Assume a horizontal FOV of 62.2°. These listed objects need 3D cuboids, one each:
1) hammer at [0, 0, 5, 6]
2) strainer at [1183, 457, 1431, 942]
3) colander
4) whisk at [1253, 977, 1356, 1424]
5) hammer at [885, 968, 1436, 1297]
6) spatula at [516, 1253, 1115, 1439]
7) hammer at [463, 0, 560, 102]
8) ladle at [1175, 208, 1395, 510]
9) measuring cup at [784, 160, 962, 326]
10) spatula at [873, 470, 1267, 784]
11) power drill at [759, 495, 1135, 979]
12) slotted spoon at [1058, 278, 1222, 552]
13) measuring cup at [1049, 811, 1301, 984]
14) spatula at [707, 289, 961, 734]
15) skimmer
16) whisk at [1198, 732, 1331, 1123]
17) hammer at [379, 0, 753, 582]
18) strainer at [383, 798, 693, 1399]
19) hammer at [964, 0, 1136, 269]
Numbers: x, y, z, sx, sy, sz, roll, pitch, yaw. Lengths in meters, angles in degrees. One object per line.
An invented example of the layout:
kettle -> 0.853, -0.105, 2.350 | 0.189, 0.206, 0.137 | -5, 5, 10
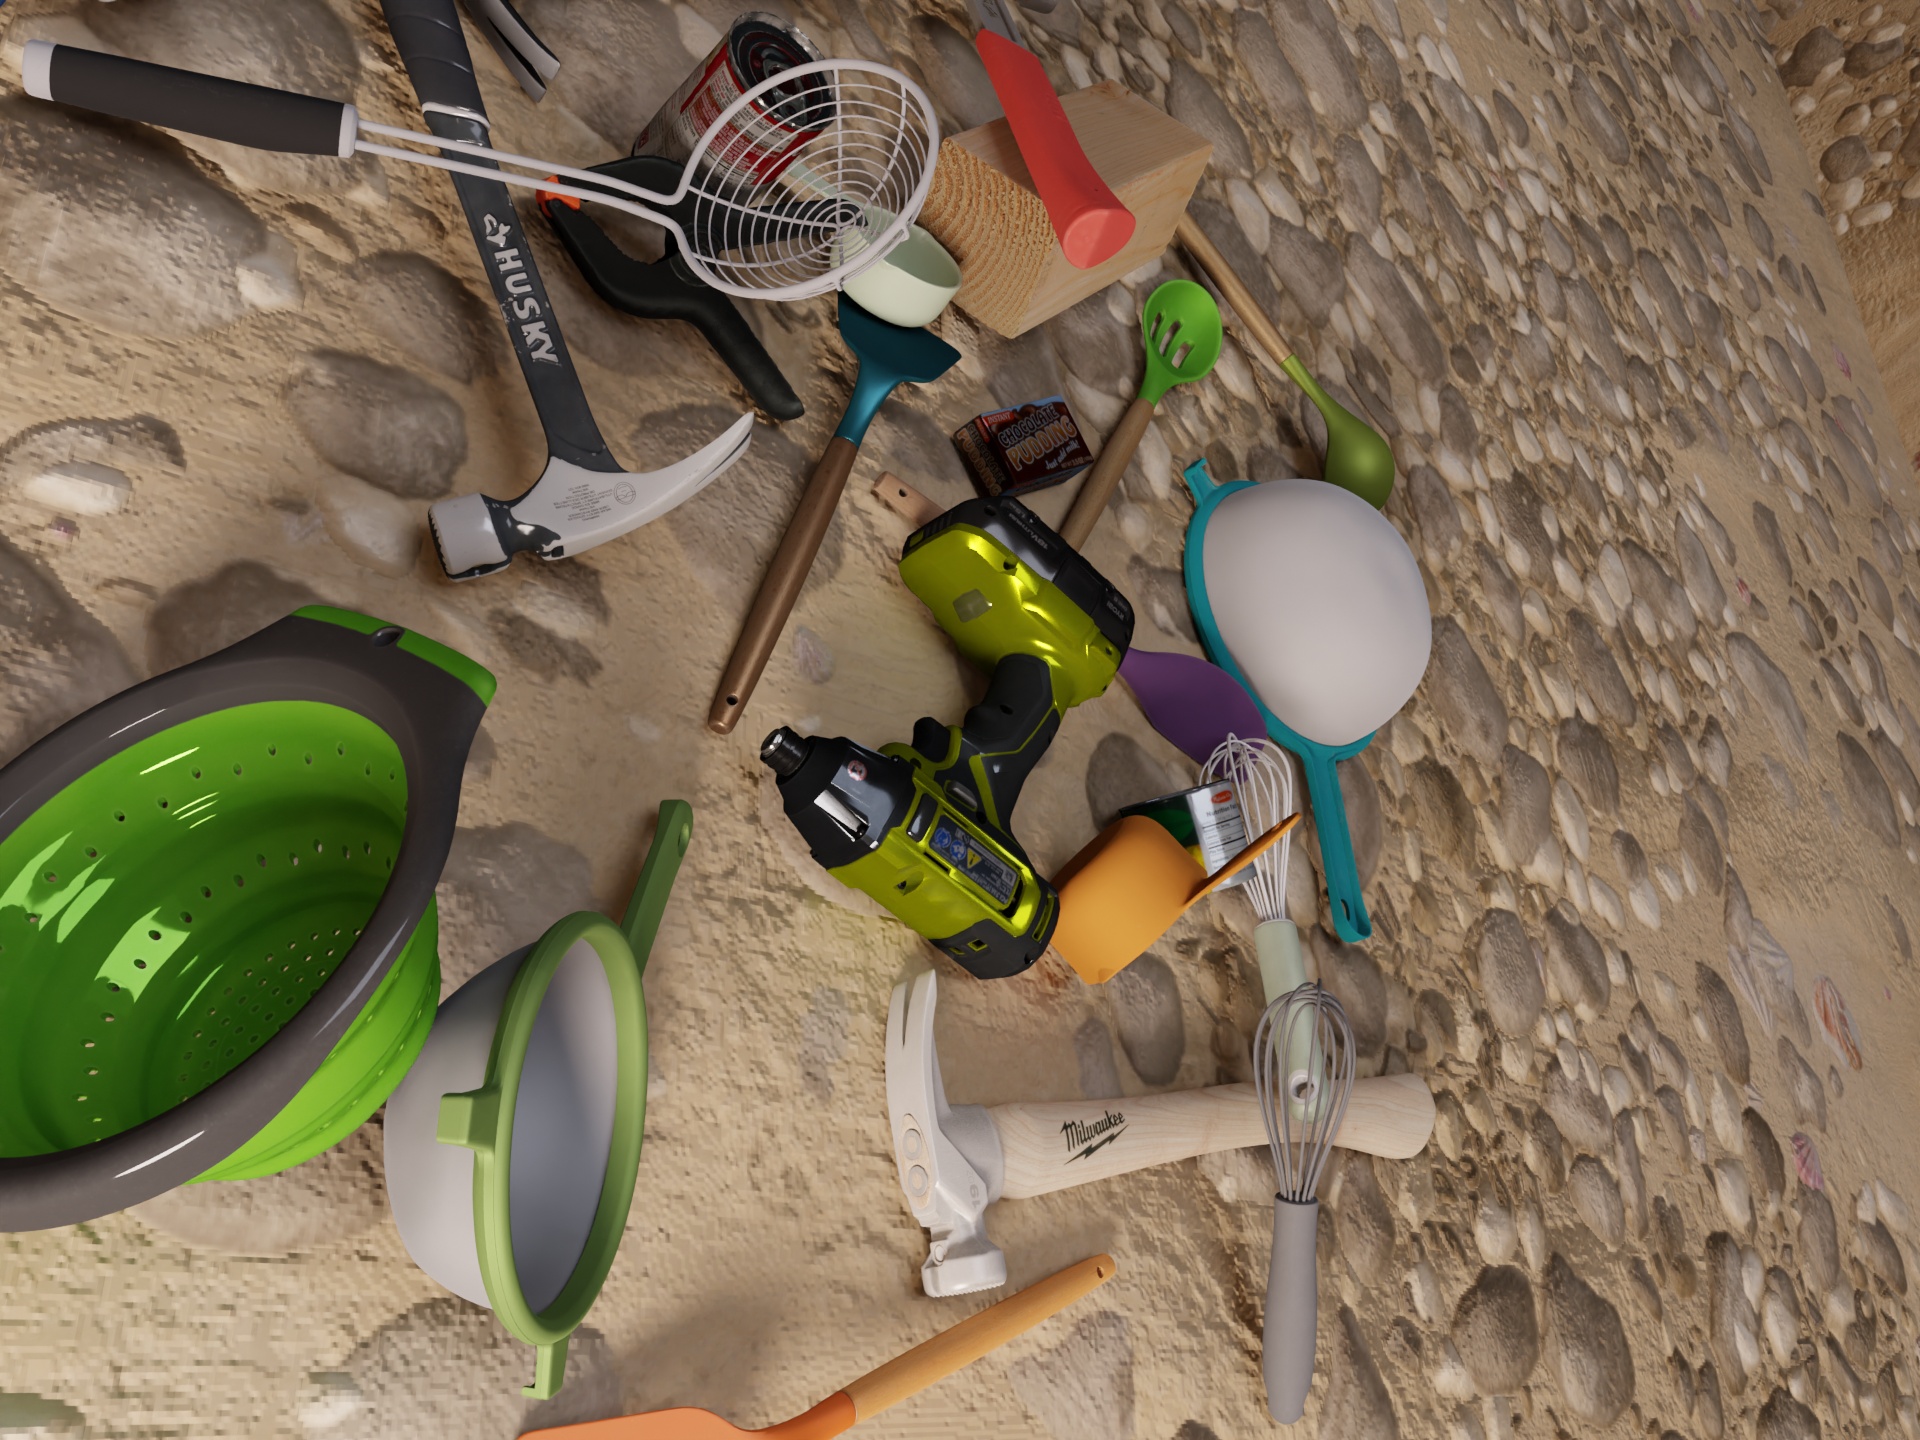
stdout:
hammer -> -0.357, -0.308, 0.613 | 0.144, 0.035, 0.406 | 20, 63, -2
strainer -> 0.262, -0.027, 1.062 | 0.210, 0.095, 0.341 | 15, 59, -38
colander -> -0.281, 0.137, 0.476 | 0.397, 0.205, 0.094 | -53, 144, -27
whisk -> 0.177, 0.253, 0.834 | 0.055, 0.055, 0.239 | -1, 95, -43
hammer -> 0.130, 0.209, 0.867 | 0.410, 0.038, 0.146 | 7, 64, -41
spatula -> -0.039, 0.286, 0.683 | 0.322, 0.041, 0.081 | -5, 75, -49
hammer -> -0.135, -0.442, 0.902 | 0.337, 0.034, 0.127 | -31, 92, -37
ladle -> 0.221, -0.286, 1.199 | 0.320, 0.062, 0.078 | 53, 44, 0
measuring cup -> -0.077, -0.287, 0.922 | 0.167, 0.038, 0.083 | 34, 32, -3
spatula -> 0.074, -0.057, 0.954 | 0.315, 0.018, 0.060 | 33, 76, -26
power drill -> -0.001, -0.003, 0.821 | 0.171, 0.080, 0.223 | 40, 51, -22
slotted spoon -> 0.112, -0.195, 1.055 | 0.070, 0.031, 0.314 | 44, 48, -19
measuring cup -> 0.102, 0.071, 0.810 | 0.052, 0.173, 0.095 | 46, 47, 0
spatula -> -0.072, -0.120, 0.844 | 0.082, 0.044, 0.318 | 27, 58, -12
skimmer -> -0.193, -0.255, 0.670 | 0.363, 0.090, 0.127 | 6, 66, -18
whisk -> 0.182, 0.115, 0.932 | 0.059, 0.058, 0.247 | 48, 31, -53
hammer -> -0.224, -0.266, 0.741 | 0.149, 0.036, 0.409 | -18, 77, -16
strainer -> -0.162, 0.113, 0.618 | 0.257, 0.069, 0.151 | -81, 171, -55
hammer -> 0.027, -0.387, 0.956 | 0.149, 0.036, 0.359 | 6, 46, -21
